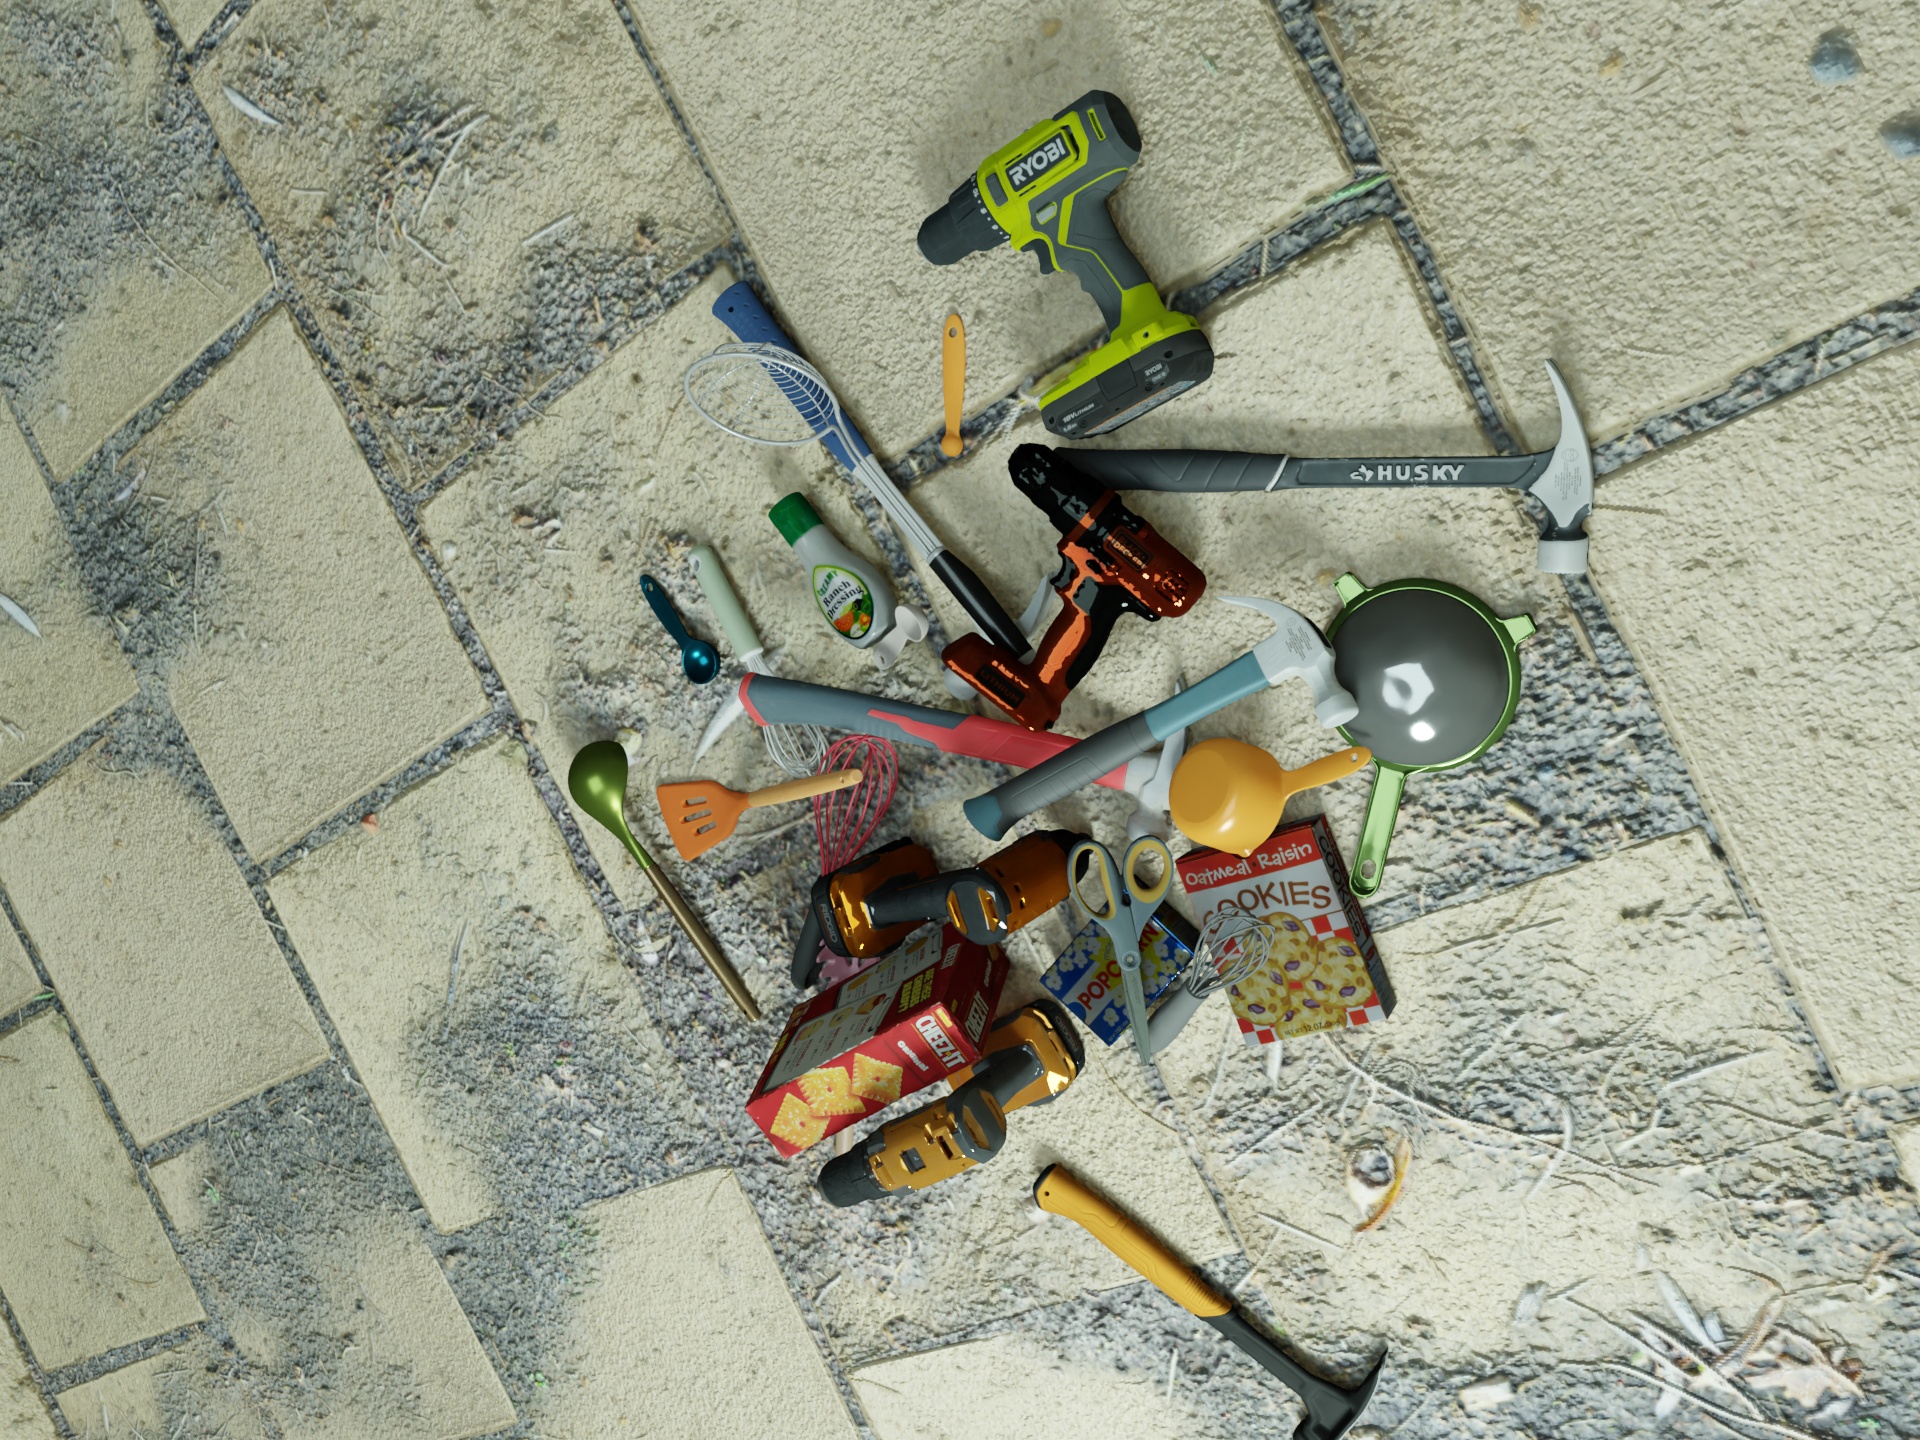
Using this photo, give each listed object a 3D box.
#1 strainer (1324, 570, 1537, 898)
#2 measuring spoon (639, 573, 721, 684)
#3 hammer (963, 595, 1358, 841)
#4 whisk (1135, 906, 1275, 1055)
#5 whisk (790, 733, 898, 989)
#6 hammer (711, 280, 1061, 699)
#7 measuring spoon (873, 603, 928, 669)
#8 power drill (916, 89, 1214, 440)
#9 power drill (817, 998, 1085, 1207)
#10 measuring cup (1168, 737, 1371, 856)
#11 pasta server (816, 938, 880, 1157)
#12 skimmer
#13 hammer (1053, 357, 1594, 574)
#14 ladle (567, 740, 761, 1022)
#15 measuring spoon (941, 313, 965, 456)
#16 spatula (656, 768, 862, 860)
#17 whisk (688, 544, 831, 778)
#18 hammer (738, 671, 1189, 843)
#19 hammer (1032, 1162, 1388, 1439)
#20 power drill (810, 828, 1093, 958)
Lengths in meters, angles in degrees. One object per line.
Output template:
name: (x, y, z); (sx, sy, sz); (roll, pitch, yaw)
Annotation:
strainer: (0.323, 0.023, 1.192); (0.151, 0.069, 0.256); (17, 109, 23)
measuring spoon: (-0.265, -0.090, 1.512); (0.042, 0.021, 0.129); (-45, 72, 29)
hammer: (0.140, 0.012, 1.246); (0.331, 0.033, 0.128); (-30, 69, 26)
whisk: (0.190, 0.219, 1.293); (0.055, 0.055, 0.238); (41, 142, 13)
whisk: (-0.117, 0.133, 1.467); (0.073, 0.073, 0.295); (27, 120, 19)
hammer: (-0.073, -0.215, 1.360); (0.144, 0.035, 0.405); (-42, 82, 30)
measuring spoon: (-0.052, -0.071, 1.371); (0.034, 0.018, 0.124); (53, 155, 3)
power drill: (0.079, -0.337, 1.223); (0.190, 0.080, 0.228); (-25, 89, 31)
power drill: (-0.009, 0.336, 1.364); (0.185, 0.226, 0.084); (-32, 87, 31)
measuring cup: (0.231, 0.045, 1.221); (0.173, 0.052, 0.095); (-26, 56, 47)
pasta server: (-0.110, 0.336, 1.529); (0.060, 0.040, 0.316); (7, 109, 8)
skimmer: (-0.080, -0.167, 1.304); (0.363, 0.090, 0.127); (50, 153, 5)
hammer: (0.257, -0.191, 1.191); (0.409, 0.036, 0.149); (5, 105, 27)
ladle: (-0.286, 0.161, 1.581); (0.078, 0.062, 0.320); (-31, 95, 39)
measuring spoon: (-0.008, -0.278, 1.321); (0.021, 0.011, 0.117); (9, 108, 26)
spatula: (-0.185, 0.074, 1.461); (0.322, 0.041, 0.081); (-15, 97, 54)
whisk: (-0.187, -0.054, 1.461); (0.058, 0.059, 0.246); (-35, 81, 48)
hammer: (-0.002, -0.004, 1.339); (0.386, 0.038, 0.143); (12, 108, 13)
hammer: (0.209, 0.502, 1.406); (0.337, 0.034, 0.127); (35, 118, 16)
power drill: (0.000, 0.140, 1.363); (0.226, 0.164, 0.084); (-12, 98, 43)
